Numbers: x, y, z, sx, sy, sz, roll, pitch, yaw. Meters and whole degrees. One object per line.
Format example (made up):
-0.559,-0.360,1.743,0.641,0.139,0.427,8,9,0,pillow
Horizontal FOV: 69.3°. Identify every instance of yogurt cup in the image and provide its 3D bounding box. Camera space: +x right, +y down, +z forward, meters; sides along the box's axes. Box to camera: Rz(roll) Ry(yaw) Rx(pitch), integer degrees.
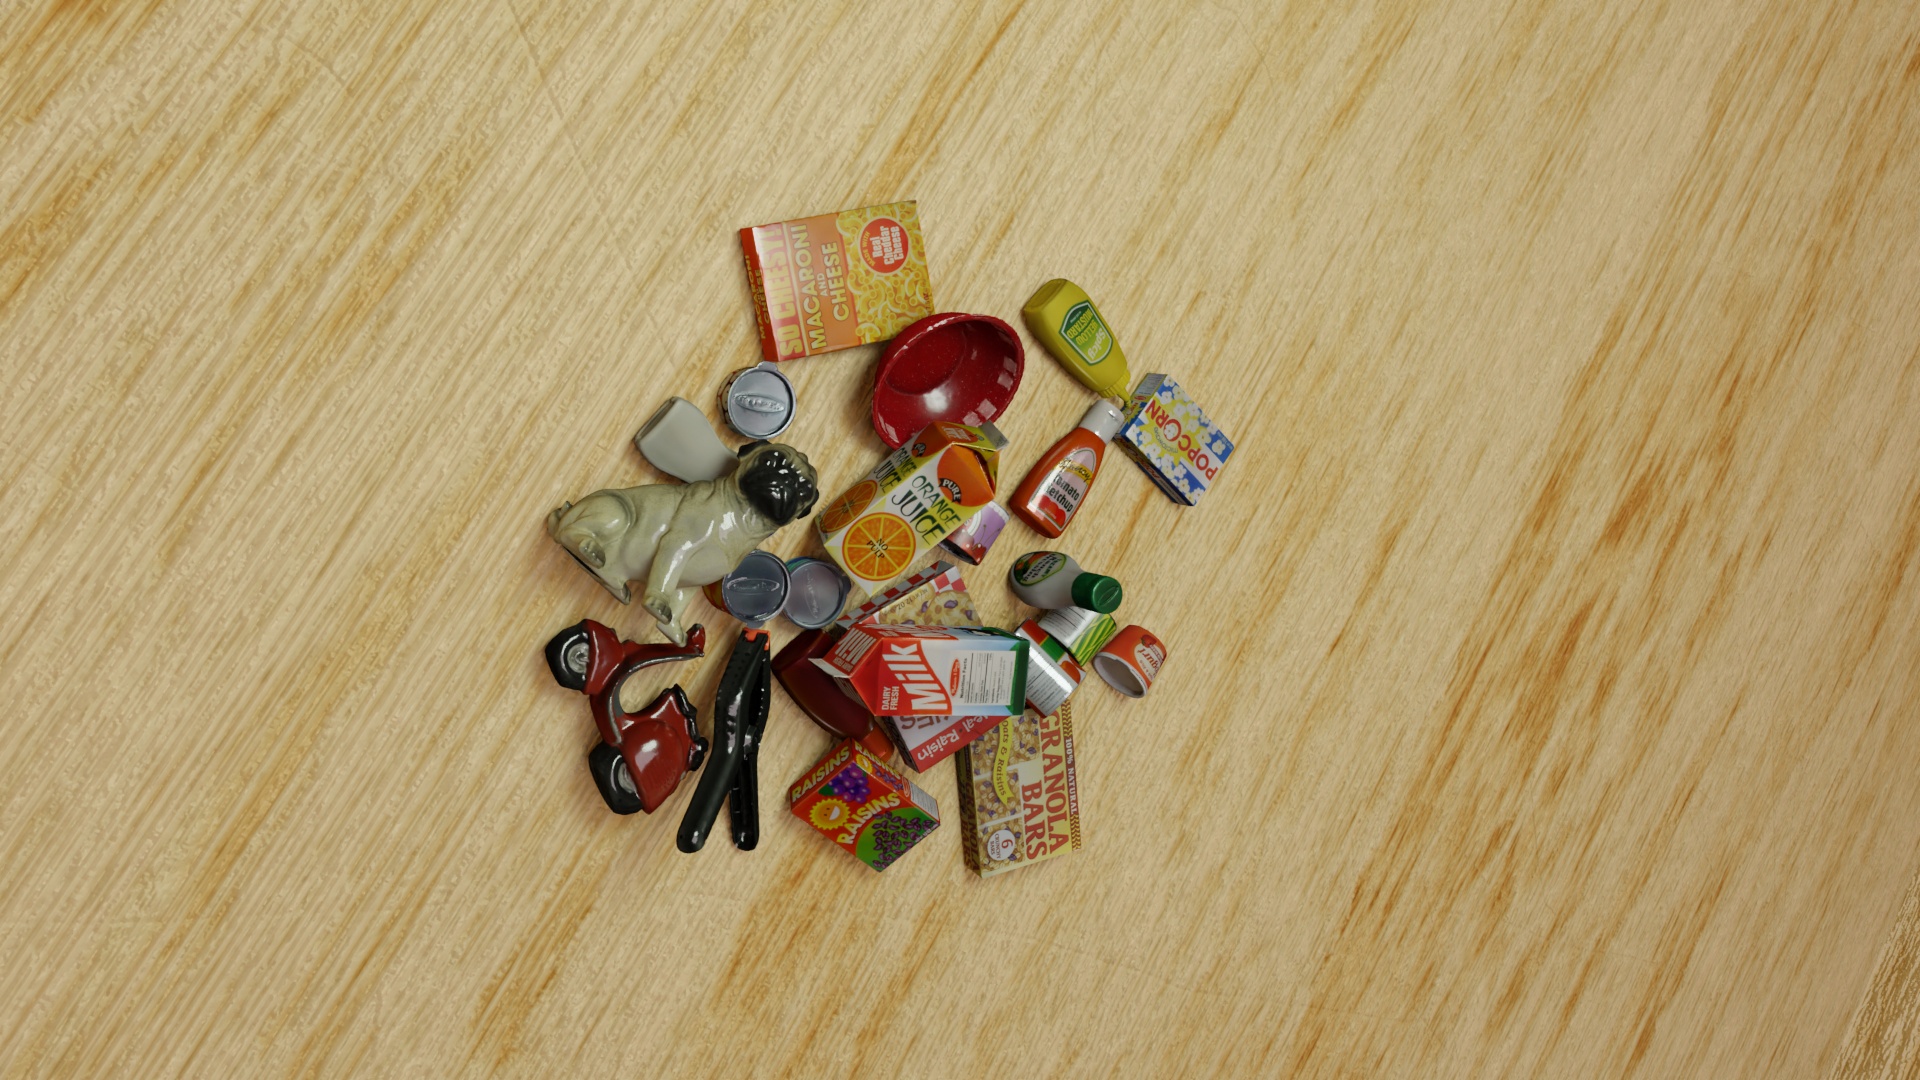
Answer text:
0.184,0.127,1.483,0.054,0.072,0.072,-48,116,-24,yogurt cup

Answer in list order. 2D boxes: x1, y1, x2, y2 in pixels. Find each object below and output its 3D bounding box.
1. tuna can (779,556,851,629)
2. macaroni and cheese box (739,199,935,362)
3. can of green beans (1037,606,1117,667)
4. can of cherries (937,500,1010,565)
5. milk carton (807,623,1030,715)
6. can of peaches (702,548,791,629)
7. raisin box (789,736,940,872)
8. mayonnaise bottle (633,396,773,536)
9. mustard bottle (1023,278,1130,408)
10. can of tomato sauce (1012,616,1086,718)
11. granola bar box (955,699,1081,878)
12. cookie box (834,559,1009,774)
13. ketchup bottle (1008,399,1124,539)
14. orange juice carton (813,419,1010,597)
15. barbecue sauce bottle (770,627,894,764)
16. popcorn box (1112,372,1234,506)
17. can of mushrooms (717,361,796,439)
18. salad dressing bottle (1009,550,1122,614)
-0.141,0.048,1.307,0.071,0.033,0.071,-4,98,-29,tuna can
-0.111,-0.240,1.283,0.167,0.040,0.123,-16,104,-27,macaroni and cheese box
0.119,0.091,1.439,0.058,0.071,0.071,-46,116,-15,can of green beans
0.005,-0.017,1.360,0.071,0.071,0.058,39,79,-27,can of cherries
-0.038,0.118,1.270,0.191,0.072,0.073,3,96,-26,milk carton
-0.195,0.041,1.262,0.071,0.058,0.071,-5,99,-29,can of peaches
-0.092,0.255,1.338,0.086,0.040,0.123,-41,119,16,raisin box
-0.220,-0.060,1.246,0.065,0.041,0.148,-49,118,-7,mayonnaise bottle
0.132,-0.194,1.420,0.065,0.049,0.160,-50,116,-13,mustard bottle
0.077,0.128,1.404,0.083,0.071,0.071,44,73,3,can of tomato sauce
0.059,0.252,1.442,0.124,0.039,0.165,-10,101,-27,granola bar box
-0.029,0.122,1.337,0.123,0.040,0.167,-30,109,-19,cookie box
0.114,-0.077,1.429,0.064,0.043,0.149,41,76,-23,ketchup bottle
-0.038,-0.043,1.296,0.192,0.072,0.073,-39,116,3,orange juice carton
-0.116,0.156,1.329,0.065,0.043,0.148,-42,115,-17,barbecue sauce bottle
0.227,-0.108,1.490,0.126,0.038,0.085,42,76,-27,popcorn box
-0.184,-0.127,1.260,0.071,0.033,0.071,-4,99,-28,can of mushrooms
0.105,0.044,1.378,0.064,0.147,0.044,-40,114,-19,salad dressing bottle
